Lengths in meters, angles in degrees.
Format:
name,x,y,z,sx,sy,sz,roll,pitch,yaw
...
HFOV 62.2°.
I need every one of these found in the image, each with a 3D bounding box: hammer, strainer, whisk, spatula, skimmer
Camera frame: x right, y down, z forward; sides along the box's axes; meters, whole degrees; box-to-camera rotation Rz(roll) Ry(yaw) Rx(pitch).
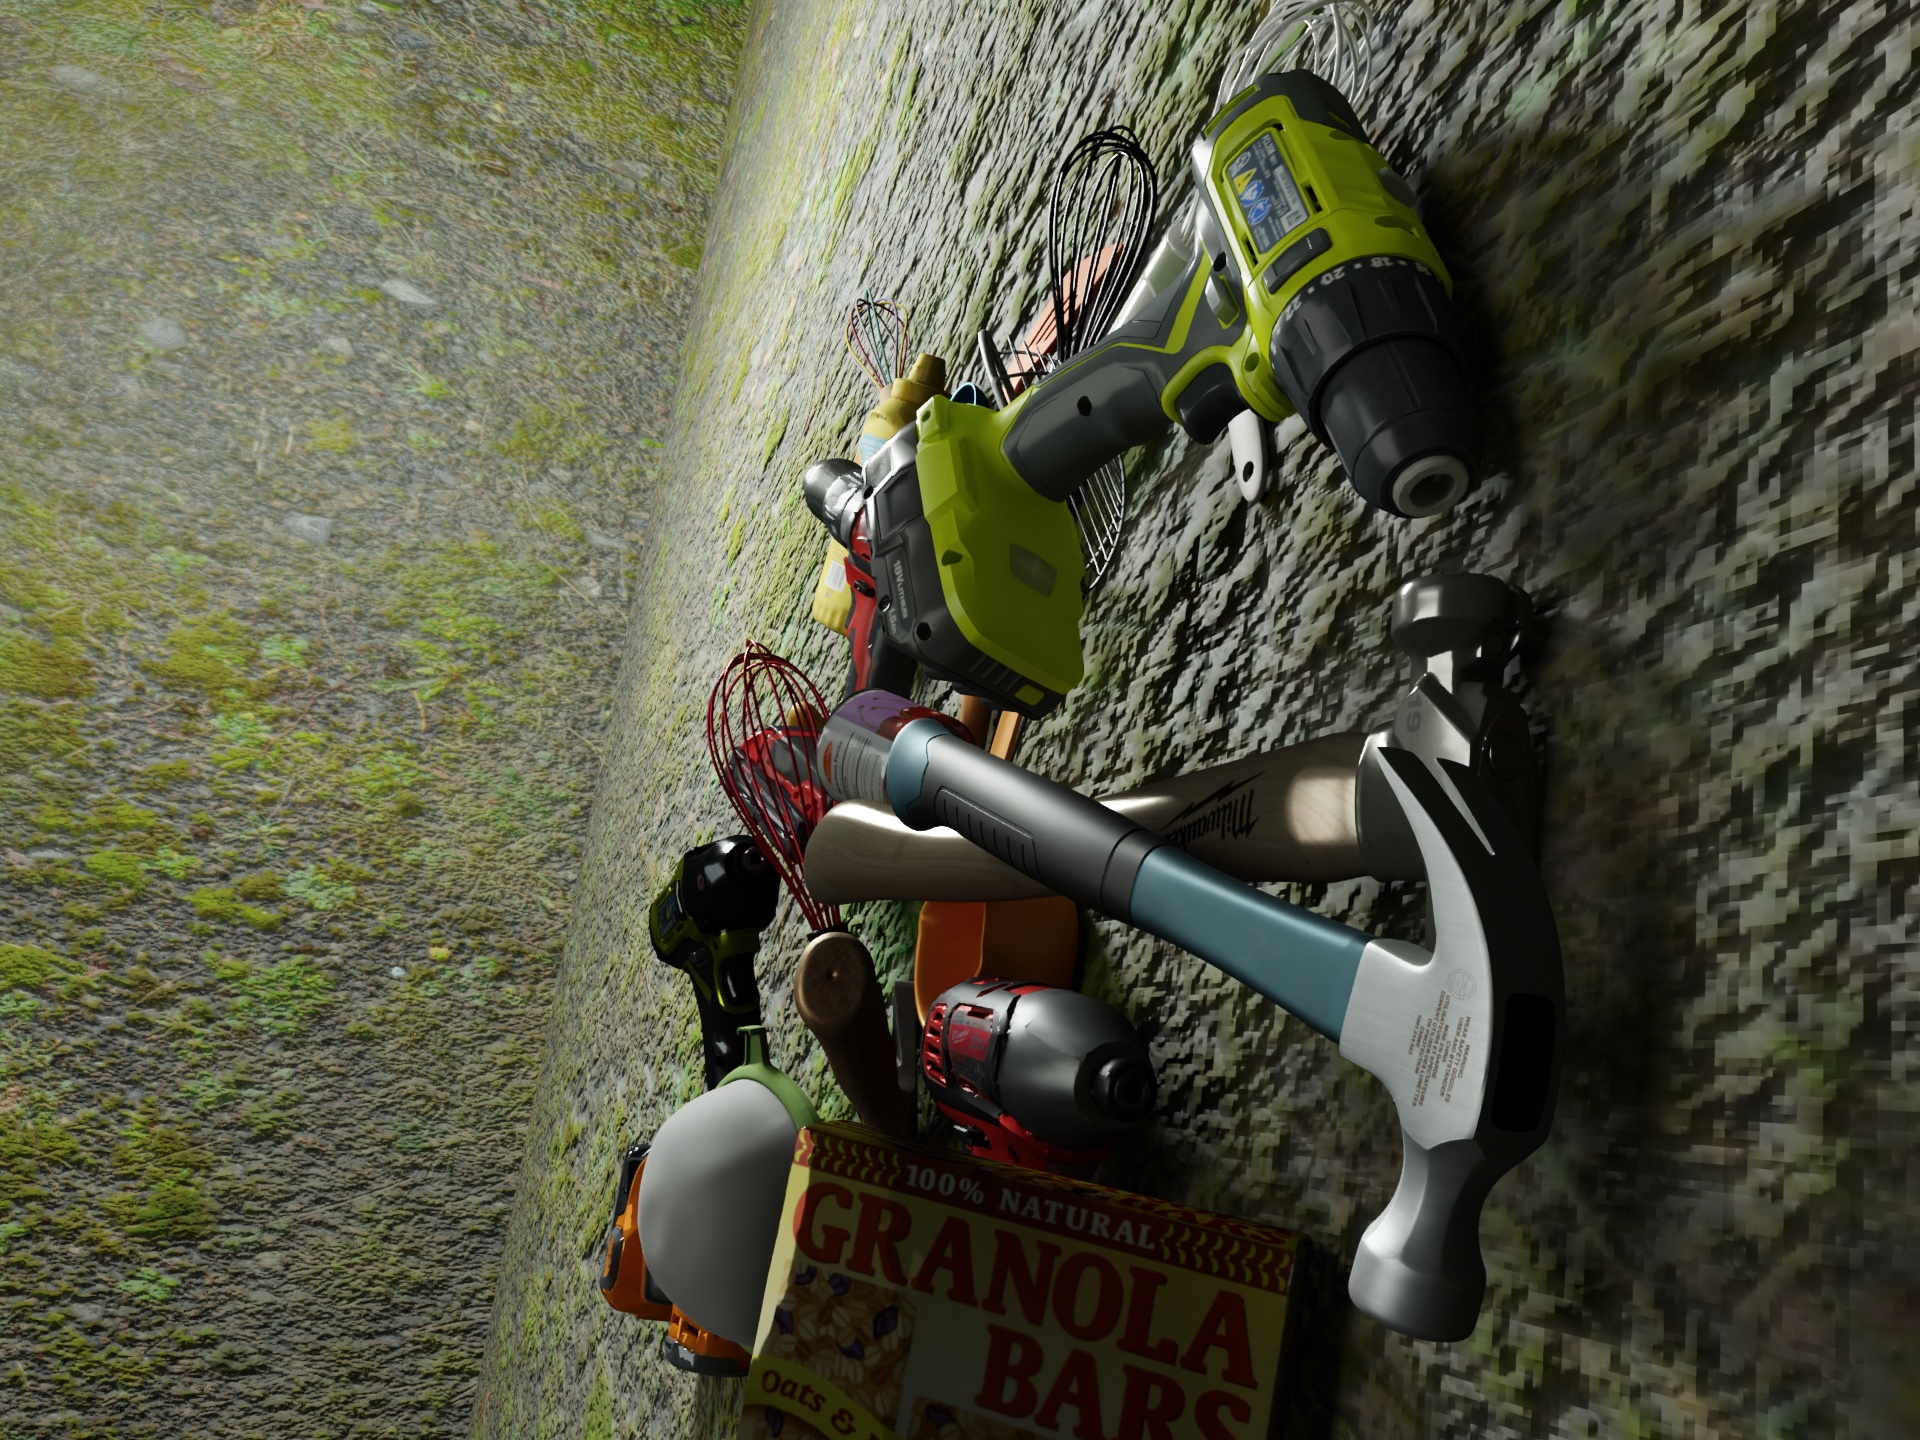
name,x,y,z,sx,sy,sz,roll,pitch,yaw
hammer,0.039,0.057,0.595,0.411,0.038,0.146,-14,65,58
strainer,-0.102,0.284,0.777,0.257,0.069,0.151,52,127,44
whisk,-0.079,0.096,0.872,0.073,0.073,0.296,-34,71,65
spatula,0.032,-0.099,0.864,0.081,0.041,0.322,-165,84,-72
whisk,-0.051,-0.257,1.194,0.245,0.047,0.051,-105,20,-47
whisk,0.103,-0.212,0.688,0.058,0.059,0.246,64,152,18
skimmer,-0.001,-0.002,0.781,0.127,0.090,0.363,-88,16,-70
hammer,-0.039,0.150,0.683,0.331,0.031,0.130,87,-178,-66
whisk,0.056,-0.179,0.808,0.055,0.055,0.239,-143,62,-70
hammer,0.054,0.050,0.499,0.331,0.033,0.128,23,99,61

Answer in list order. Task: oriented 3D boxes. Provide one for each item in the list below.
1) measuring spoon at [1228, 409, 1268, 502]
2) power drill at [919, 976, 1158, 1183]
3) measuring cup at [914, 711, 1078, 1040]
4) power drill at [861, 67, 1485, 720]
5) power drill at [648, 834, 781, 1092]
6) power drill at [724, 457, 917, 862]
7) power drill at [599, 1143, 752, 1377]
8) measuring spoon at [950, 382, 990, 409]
name,x,y,z,sx,sy,sz,roll,pitch,yaw
measuring spoon,0.109,-0.137,0.658,0.034,0.018,0.124,123,152,-47
power drill,0.020,0.207,0.583,0.143,0.078,0.220,167,113,-67
measuring cup,0.028,0.062,0.717,0.095,0.052,0.173,-162,87,-72
power drill,0.072,-0.100,0.569,0.228,0.080,0.191,-37,44,31
power drill,-0.129,0.186,0.950,0.171,0.080,0.223,136,124,-59
power drill,-0.069,-0.043,0.975,0.188,0.080,0.226,40,116,49
power drill,-0.182,0.352,1.111,0.226,0.084,0.164,-22,57,64
measuring spoon,0.022,-0.172,0.959,0.042,0.021,0.129,-66,29,12
